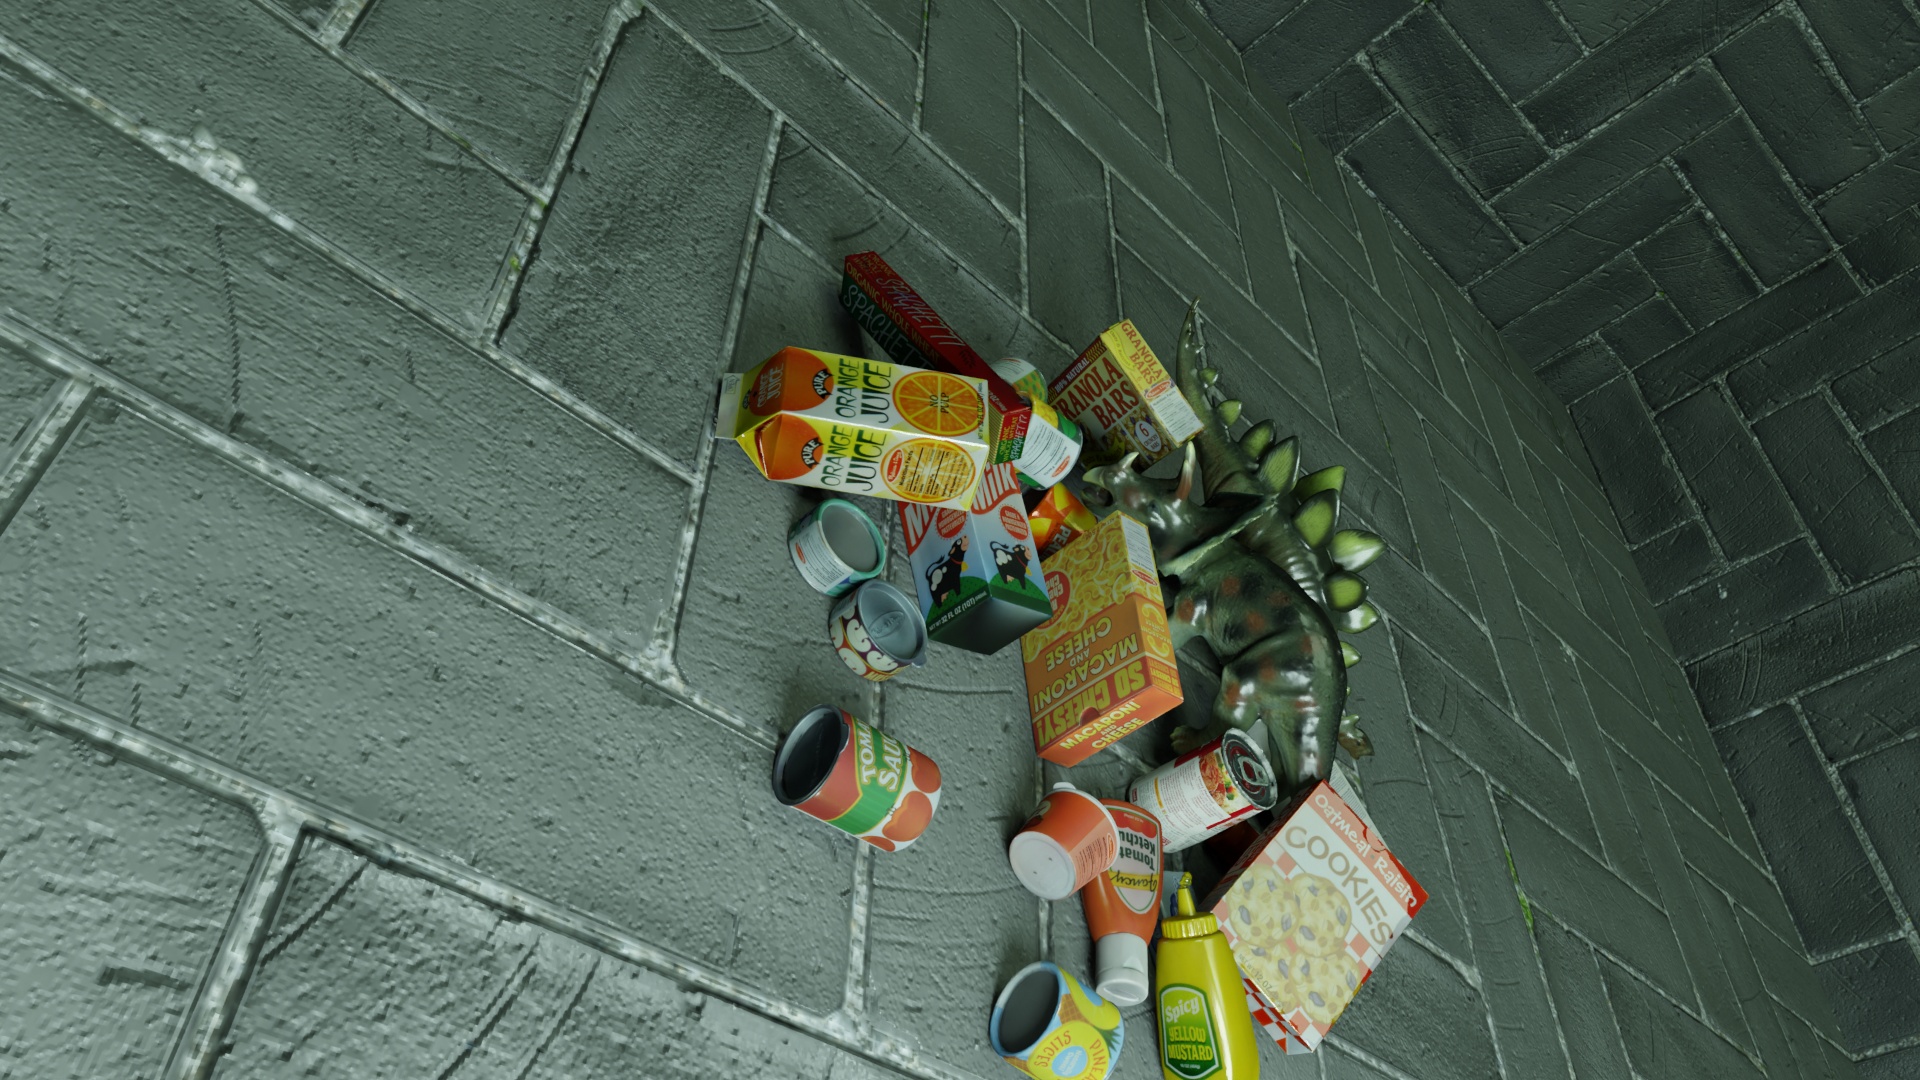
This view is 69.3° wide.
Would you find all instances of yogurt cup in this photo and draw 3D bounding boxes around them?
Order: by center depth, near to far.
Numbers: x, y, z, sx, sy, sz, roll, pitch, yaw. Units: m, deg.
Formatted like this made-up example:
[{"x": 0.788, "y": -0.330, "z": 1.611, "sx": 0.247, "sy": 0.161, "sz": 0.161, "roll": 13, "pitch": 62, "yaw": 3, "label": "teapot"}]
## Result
[{"x": 0.071, "y": 0.216, "z": 0.979, "sx": 0.054, "sy": 0.072, "sz": 0.072, "roll": -30, "pitch": 86, "yaw": -51, "label": "yogurt cup"}]

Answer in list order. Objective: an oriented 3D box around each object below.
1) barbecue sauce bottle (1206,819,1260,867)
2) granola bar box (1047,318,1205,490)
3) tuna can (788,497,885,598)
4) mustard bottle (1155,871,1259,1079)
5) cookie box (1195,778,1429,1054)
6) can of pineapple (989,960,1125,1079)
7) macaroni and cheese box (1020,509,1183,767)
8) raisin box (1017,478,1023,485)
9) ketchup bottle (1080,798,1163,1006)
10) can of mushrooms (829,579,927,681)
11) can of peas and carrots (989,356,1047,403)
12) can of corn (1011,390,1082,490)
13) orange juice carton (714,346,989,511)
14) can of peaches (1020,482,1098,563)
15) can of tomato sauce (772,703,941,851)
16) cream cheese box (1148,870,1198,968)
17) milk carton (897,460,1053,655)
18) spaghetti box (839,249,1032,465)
[{"x": 0.271, "y": 0.294, "z": 1.191, "sx": 0.148, "sy": 0.043, "sz": 0.065, "roll": 47, "pitch": 31, "yaw": -12, "label": "barbecue sauce bottle"}, {"x": 0.147, "y": -0.122, "z": 1.311, "sx": 0.039, "sy": 0.165, "sz": 0.124, "roll": -33, "pitch": 87, "yaw": -22, "label": "granola bar box"}, {"x": -0.086, "y": 0.004, "z": 0.995, "sx": 0.071, "sy": 0.032, "sz": 0.071, "roll": 33, "pitch": 38, "yaw": -31, "label": "tuna can"}, {"x": 0.168, "y": 0.317, "z": 0.983, "sx": 0.049, "sy": 0.065, "sz": 0.160, "roll": 5, "pitch": 73, "yaw": -49, "label": "mustard bottle"}, {"x": 0.266, "y": 0.284, "z": 1.062, "sx": 0.168, "sy": 0.040, "sz": 0.123, "roll": -39, "pitch": 85, "yaw": -30, "label": "cookie box"}, {"x": 0.061, "y": 0.309, "z": 0.874, "sx": 0.058, "sy": 0.070, "sz": 0.071, "roll": 40, "pitch": 35, "yaw": -22, "label": "can of pineapple"}, {"x": 0.104, "y": 0.077, "z": 1.095, "sx": 0.040, "sy": 0.123, "sz": 0.167, "roll": 26, "pitch": 42, "yaw": -34, "label": "macaroni and cheese box"}, {"x": 0.003, "y": -0.088, "z": 1.196, "sx": 0.123, "sy": 0.040, "sz": 0.086, "roll": 55, "pitch": 32, "yaw": -2, "label": "raisin box"}, {"x": 0.117, "y": 0.263, "z": 1.012, "sx": 0.065, "sy": 0.043, "sz": 0.149, "roll": 22, "pitch": 41, "yaw": -14, "label": "ketchup bottle"}, {"x": -0.057, "y": 0.065, "z": 0.977, "sx": 0.071, "sy": 0.033, "sz": 0.071, "roll": 34, "pitch": 36, "yaw": -30, "label": "can of mushrooms"}, {"x": 0.038, "y": -0.125, "z": 1.253, "sx": 0.071, "sy": 0.070, "sz": 0.059, "roll": 54, "pitch": 32, "yaw": -2, "label": "can of peas and carrots"}, {"x": 0.057, "y": -0.085, "z": 1.166, "sx": 0.058, "sy": 0.071, "sz": 0.071, "roll": 31, "pitch": 39, "yaw": -34, "label": "can of corn"}, {"x": -0.079, "y": -0.083, "z": 1.009, "sx": 0.193, "sy": 0.072, "sz": 0.072, "roll": 9, "pitch": 47, "yaw": -10, "label": "orange juice carton"}, {"x": 0.075, "y": -0.014, "z": 1.196, "sx": 0.058, "sy": 0.071, "sz": 0.071, "roll": 44, "pitch": 33, "yaw": -18, "label": "can of peaches"}, {"x": -0.062, "y": 0.147, "z": 0.859, "sx": 0.083, "sy": 0.071, "sz": 0.071, "roll": 34, "pitch": 37, "yaw": -32, "label": "can of tomato sauce"}, {"x": 0.167, "y": 0.304, "z": 1.060, "sx": 0.053, "sy": 0.024, "sz": 0.104, "roll": 14, "pitch": 50, "yaw": -45, "label": "cream cheese box"}, {"x": 0.004, "y": -0.014, "z": 1.095, "sx": 0.073, "sy": 0.072, "sz": 0.191, "roll": 19, "pitch": 46, "yaw": -43, "label": "milk carton"}, {"x": -0.026, "y": -0.153, "z": 1.119, "sx": 0.029, "sy": 0.049, "sz": 0.251, "roll": -16, "pitch": 47, "yaw": -30, "label": "spaghetti box"}]
